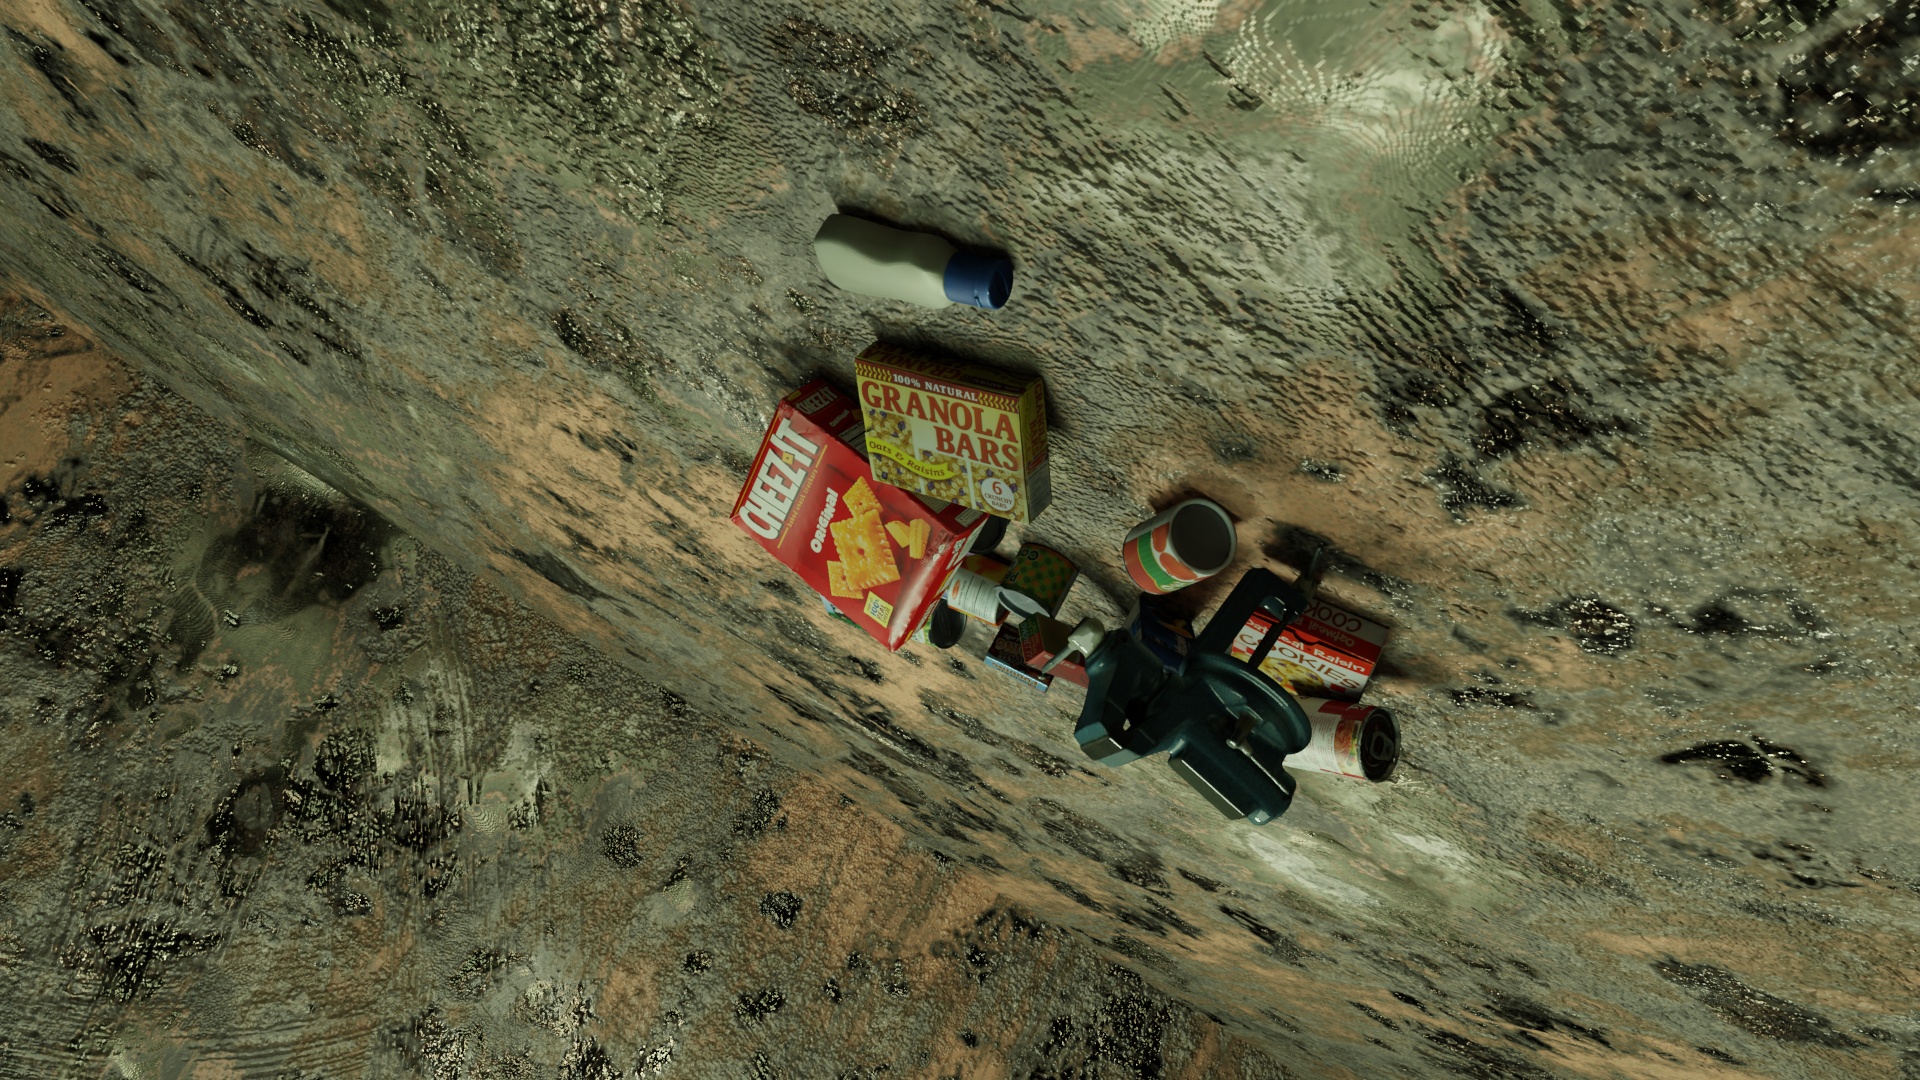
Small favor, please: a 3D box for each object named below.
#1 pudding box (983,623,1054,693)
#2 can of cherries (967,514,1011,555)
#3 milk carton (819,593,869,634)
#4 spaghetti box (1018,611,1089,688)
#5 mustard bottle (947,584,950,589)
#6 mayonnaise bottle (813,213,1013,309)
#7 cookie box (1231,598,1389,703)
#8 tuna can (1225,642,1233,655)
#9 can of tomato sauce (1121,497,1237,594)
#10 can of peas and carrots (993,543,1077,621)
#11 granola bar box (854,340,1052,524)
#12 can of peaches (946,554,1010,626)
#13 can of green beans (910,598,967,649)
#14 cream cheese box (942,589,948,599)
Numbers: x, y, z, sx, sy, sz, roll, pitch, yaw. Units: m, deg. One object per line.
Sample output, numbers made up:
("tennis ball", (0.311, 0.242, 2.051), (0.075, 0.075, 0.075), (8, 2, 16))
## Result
("pudding box", (0.075, 0.139, 1.643), (0.084, 0.050, 0.030), (27, 157, 8))
("can of cherries", (0.005, -0.017, 1.351), (0.071, 0.072, 0.058), (38, 158, -21))
("milk carton", (-0.124, 0.036, 1.629), (0.072, 0.074, 0.189), (23, 158, 17))
("spaghetti box", (0.160, 0.136, 1.426), (0.250, 0.050, 0.028), (24, 131, -35))
("mustard bottle", (-0.065, -0.006, 1.489), (0.065, 0.049, 0.160), (9, 151, 47))
("mayonnaise bottle", (-0.033, -0.199, 1.012), (0.148, 0.041, 0.064), (17, 157, 27))
("cookie box", (0.311, 0.104, 1.262), (0.123, 0.040, 0.166), (23, 158, 17))
("tuna can", (0.272, 0.131, 1.388), (0.071, 0.033, 0.070), (26, 159, 11))
("can of tomato sauce", (0.184, 0.007, 1.164), (0.071, 0.071, 0.083), (33, 158, -9))
("can of peas and carrots", (0.075, 0.043, 1.405), (0.071, 0.059, 0.070), (26, 158, 11))
("granola bar box", (-0.007, -0.091, 1.163), (0.165, 0.039, 0.123), (17, 131, 30))
("can of peaches", (0.027, 0.051, 1.482), (0.058, 0.071, 0.071), (22, 158, 18))
("can of green beans", (-0.035, 0.091, 1.651), (0.058, 0.071, 0.071), (12, 153, 39))
("cream cheese box", (-0.017, 0.046, 1.583), (0.104, 0.024, 0.053), (15, 156, 35))
